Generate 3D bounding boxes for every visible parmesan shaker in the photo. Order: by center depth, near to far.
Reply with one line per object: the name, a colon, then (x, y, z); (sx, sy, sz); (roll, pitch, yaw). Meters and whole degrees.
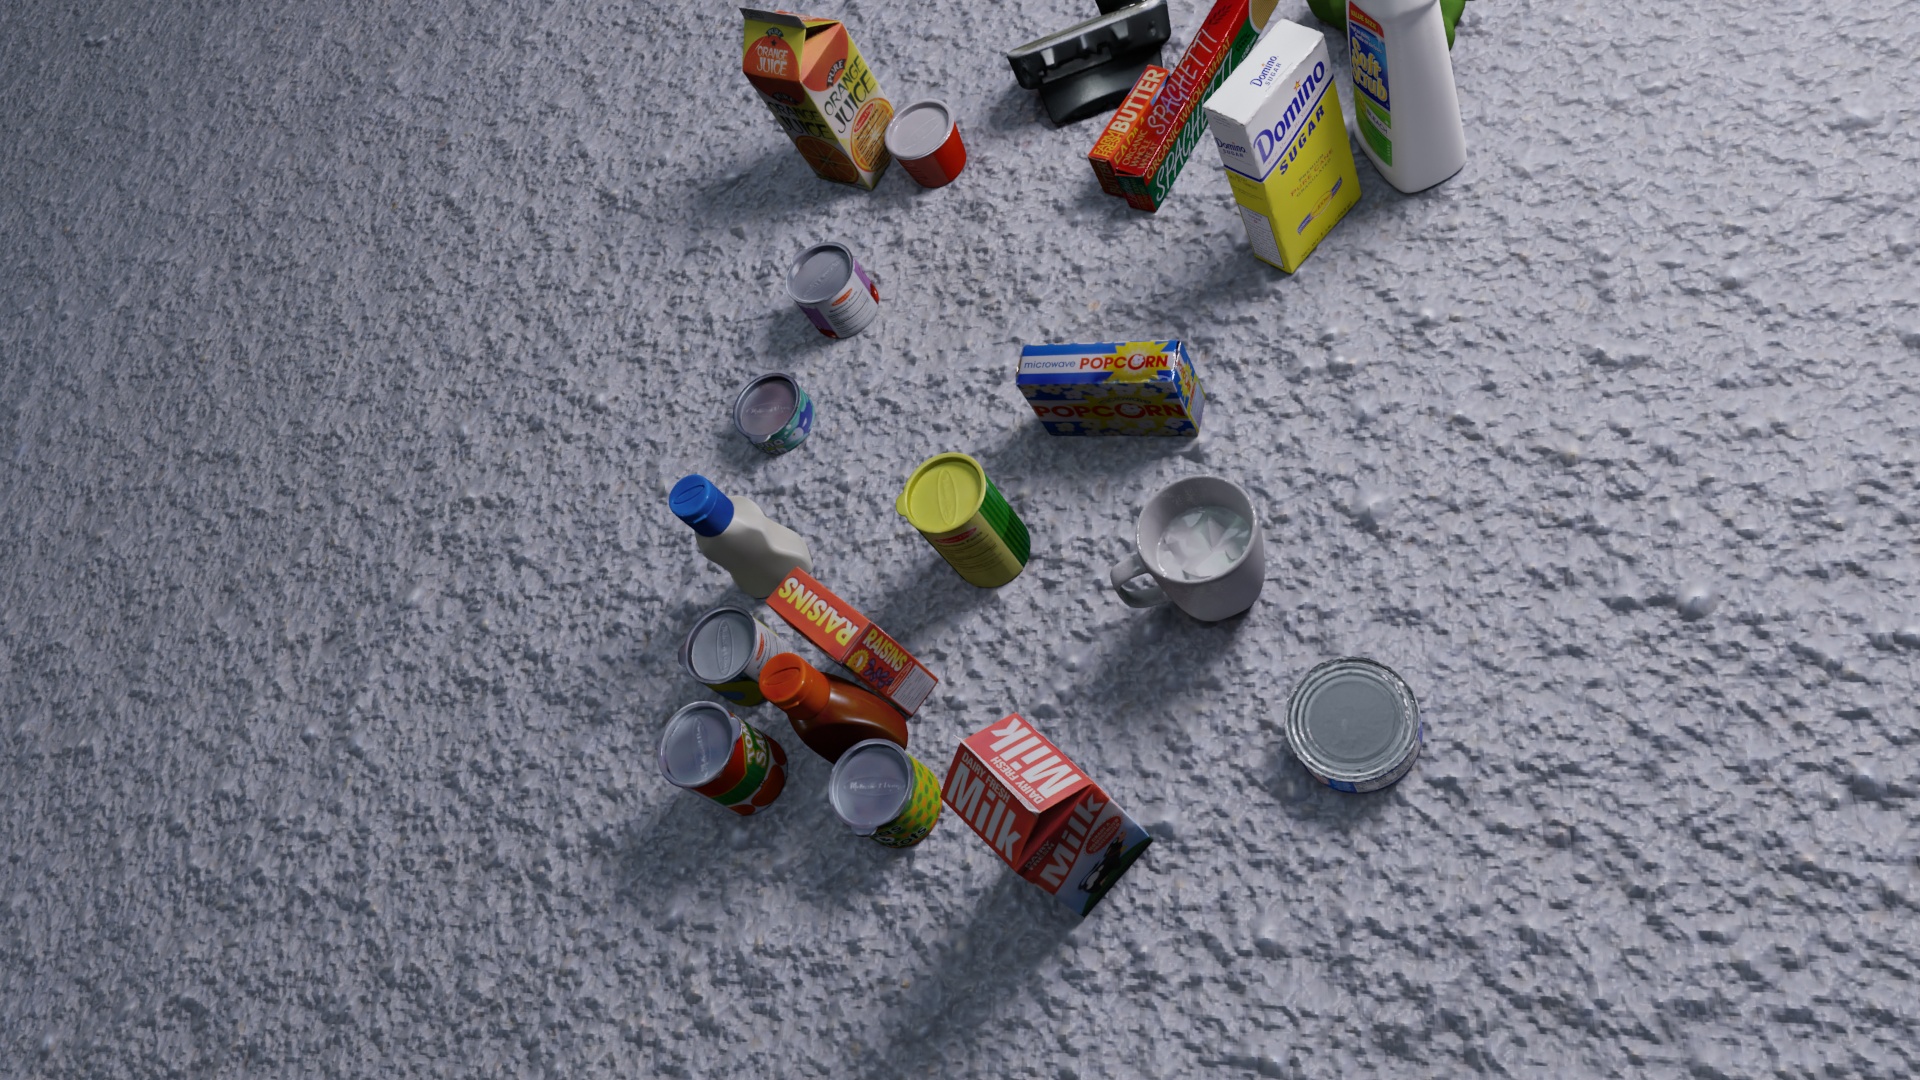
parmesan shaker: (0.004, -0.013, 1.052); (0.071, 0.103, 0.071); (-10, 61, 19)

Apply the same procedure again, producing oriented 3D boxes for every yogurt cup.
yogurt cup: (-0.029, -0.362, 1.278); (0.072, 0.053, 0.073); (-10, 61, 19)

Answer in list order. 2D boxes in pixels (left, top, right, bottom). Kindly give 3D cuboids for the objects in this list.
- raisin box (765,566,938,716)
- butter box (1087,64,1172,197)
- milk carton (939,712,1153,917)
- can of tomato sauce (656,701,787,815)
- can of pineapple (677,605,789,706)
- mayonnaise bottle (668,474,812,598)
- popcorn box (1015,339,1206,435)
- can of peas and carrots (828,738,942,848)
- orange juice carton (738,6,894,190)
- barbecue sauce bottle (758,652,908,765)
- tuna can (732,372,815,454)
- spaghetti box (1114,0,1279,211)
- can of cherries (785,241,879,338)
raisin box: (-0.079, 0.076, 1.030); (0.086, 0.123, 0.040); (35, 82, 33)
butter box: (0.151, -0.351, 1.193); (0.024, 0.053, 0.103); (26, 77, 32)
milk carton: (0.052, 0.172, 0.882); (0.073, 0.190, 0.072); (-48, 56, -4)
can of tomato sauce: (-0.177, 0.165, 1.051); (0.071, 0.083, 0.071); (-10, 61, 19)
can of pineapple: (-0.179, 0.092, 1.105); (0.071, 0.057, 0.071); (-10, 61, 19)
mayonnaise bottle: (-0.176, -0.004, 1.099); (0.064, 0.147, 0.041); (-26, 57, 10)
popcorn box: (0.116, -0.116, 1.067); (0.126, 0.085, 0.038); (2, 66, 24)
can of peas and carrots: (-0.053, 0.185, 1.001); (0.071, 0.058, 0.071); (-10, 61, 19)
orange juice carton: (-0.129, -0.411, 1.263); (0.072, 0.192, 0.073); (22, 75, 31)
barbecue sauce bottle: (-0.094, 0.123, 0.997); (0.065, 0.148, 0.044); (-20, 59, 14)
tuna can: (-0.163, -0.109, 1.218); (0.071, 0.032, 0.071); (-10, 61, 19)
spaghetti box: (0.207, -0.395, 1.194); (0.029, 0.050, 0.250); (22, 75, 31)
can of cherries: (-0.115, -0.225, 1.241); (0.071, 0.058, 0.072); (-10, 61, 19)
